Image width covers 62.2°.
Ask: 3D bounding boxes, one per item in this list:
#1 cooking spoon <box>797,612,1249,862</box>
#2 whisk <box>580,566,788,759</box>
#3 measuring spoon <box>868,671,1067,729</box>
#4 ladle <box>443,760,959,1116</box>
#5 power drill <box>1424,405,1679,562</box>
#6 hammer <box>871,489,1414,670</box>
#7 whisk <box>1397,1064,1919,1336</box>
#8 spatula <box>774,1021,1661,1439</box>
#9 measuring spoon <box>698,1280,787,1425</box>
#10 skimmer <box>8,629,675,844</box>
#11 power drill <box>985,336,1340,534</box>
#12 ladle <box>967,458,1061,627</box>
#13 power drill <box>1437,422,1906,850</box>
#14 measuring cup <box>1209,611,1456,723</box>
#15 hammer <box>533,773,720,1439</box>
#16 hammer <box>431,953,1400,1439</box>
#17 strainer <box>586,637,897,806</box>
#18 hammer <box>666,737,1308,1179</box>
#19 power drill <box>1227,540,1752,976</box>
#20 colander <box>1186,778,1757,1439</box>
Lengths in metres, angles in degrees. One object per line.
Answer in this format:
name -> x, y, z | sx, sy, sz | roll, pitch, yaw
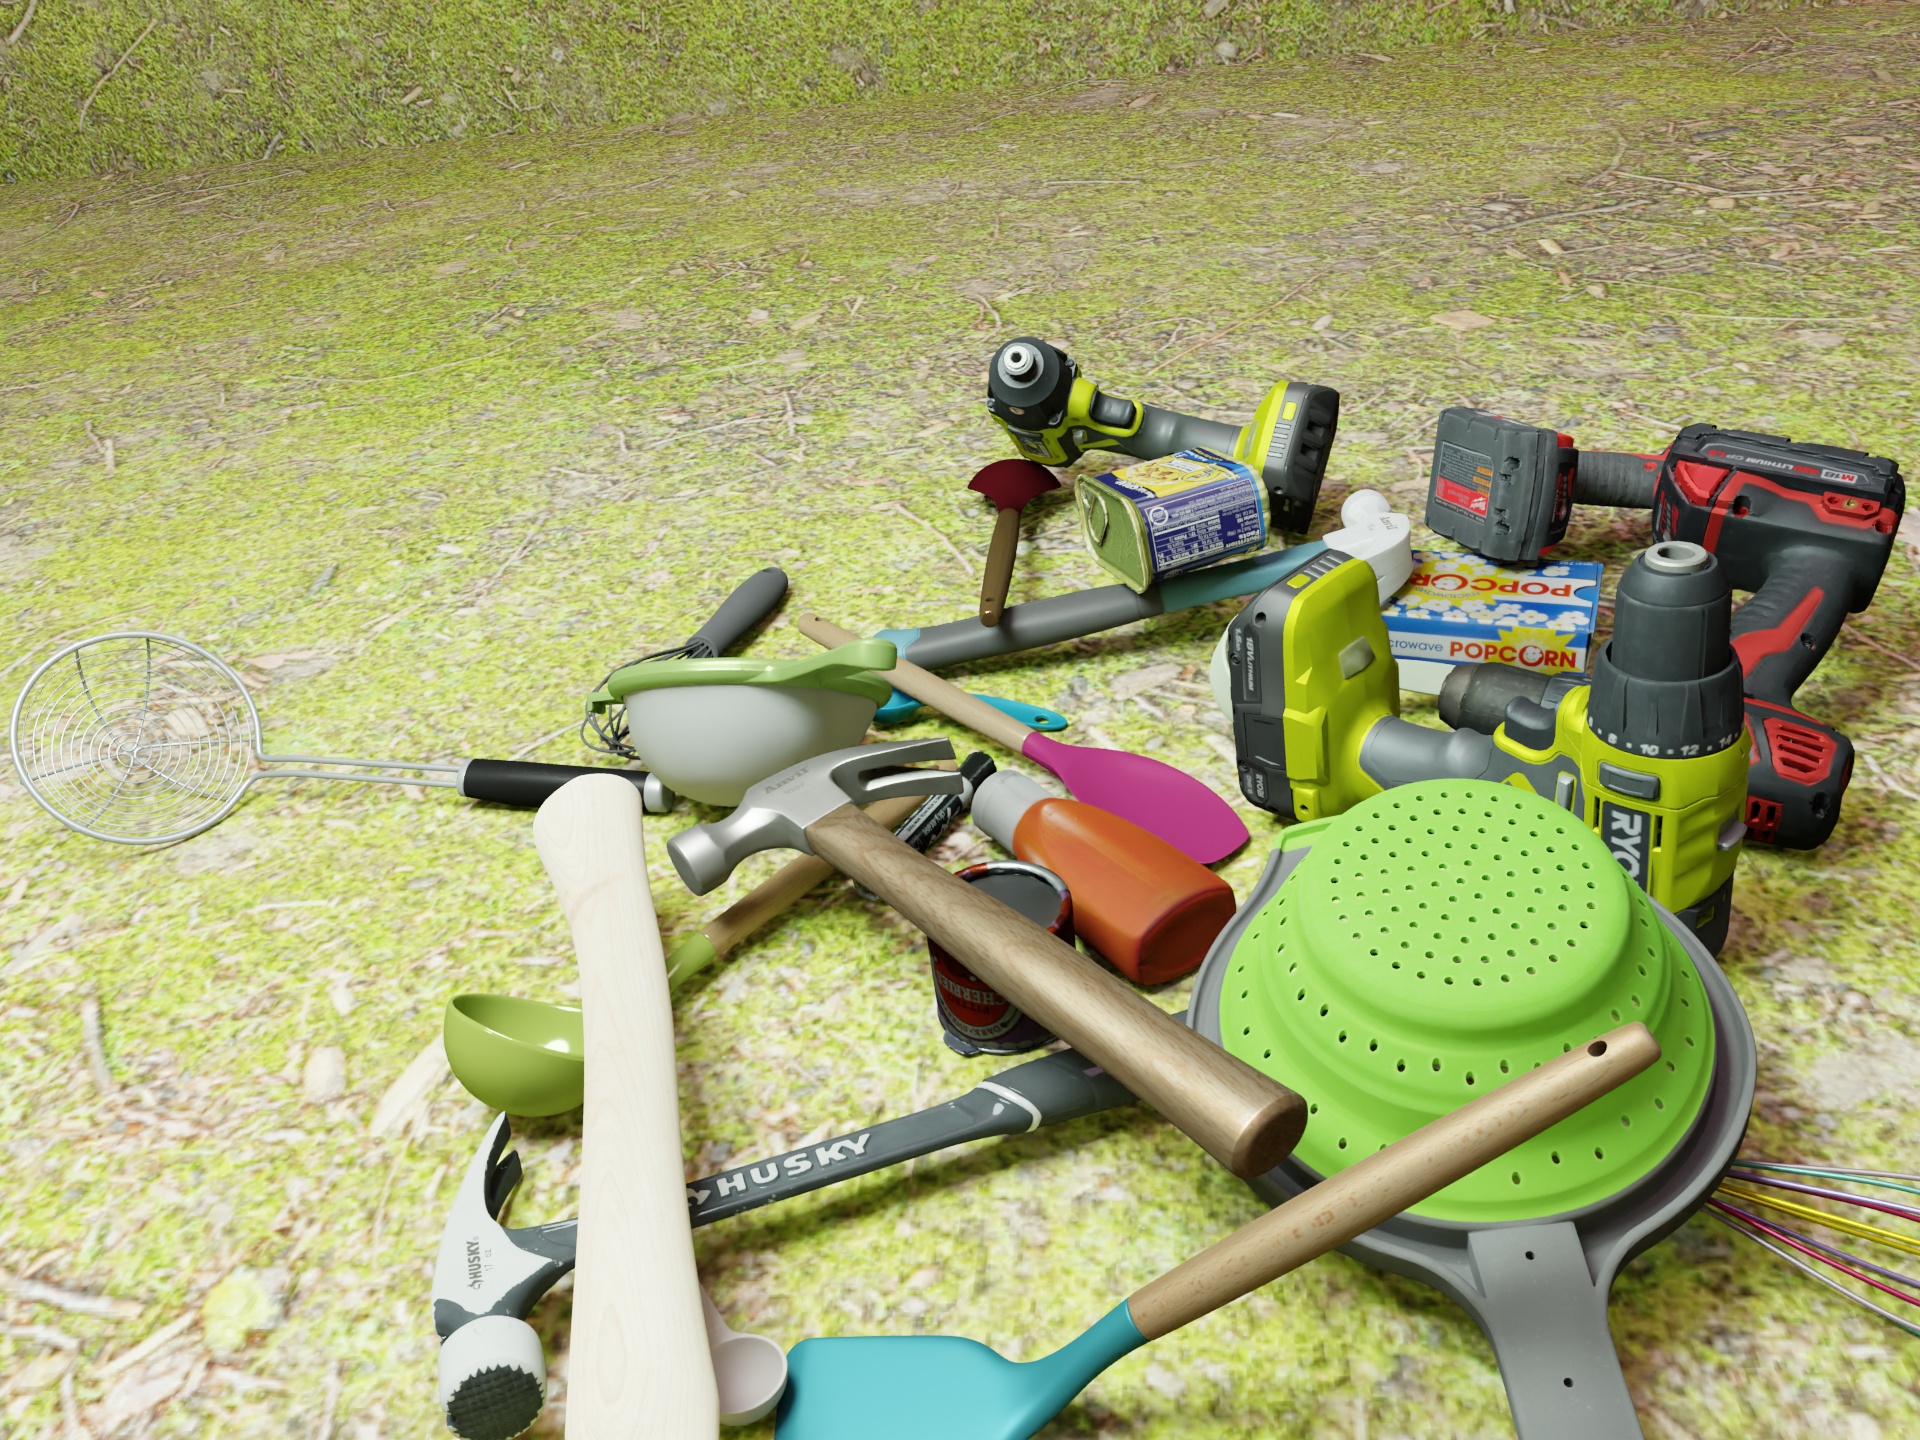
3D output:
cooking spoon -> 0.020, 0.003, 0.878 | 0.319, 0.017, 0.069 | 29, 40, 34
whisk -> -0.164, -0.043, 0.992 | 0.055, 0.055, 0.239 | 5, 30, 19
measuring spoon -> -0.001, -0.003, 0.924 | 0.128, 0.021, 0.042 | 11, 36, 11
ladle -> -0.106, 0.085, 0.765 | 0.078, 0.062, 0.320 | 18, 37, 35
power drill -> 0.409, -0.141, 0.963 | 0.219, 0.078, 0.143 | 0, 18, -9
hammer -> 0.106, -0.072, 0.953 | 0.331, 0.033, 0.128 | -12, 24, 6
whisk -> 0.267, 0.168, 0.577 | 0.245, 0.051, 0.047 | 12, 16, 35
spatula -> 0.072, 0.174, 0.504 | 0.317, 0.044, 0.082 | -36, 27, 18
measuring spoon -> -0.102, 0.221, 0.590 | 0.034, 0.018, 0.124 | -22, 28, -29
skimmer -> -0.343, 0.018, 0.886 | 0.363, 0.090, 0.127 | 3, 66, 12
power drill -> 0.130, -0.195, 1.051 | 0.223, 0.080, 0.171 | 15, -2, 13
ladle -> 0.029, -0.124, 1.051 | 0.069, 0.031, 0.316 | -1, 25, 6
power drill -> 0.367, -0.048, 0.814 | 0.188, 0.080, 0.227 | 18, 58, 27
measuring cup -> 0.217, -0.019, 0.882 | 0.167, 0.038, 0.083 | 6, 60, -13
hammer -> -0.114, 0.138, 0.596 | 0.146, 0.038, 0.411 | -7, 32, -11
hammer -> -0.002, 0.158, 0.636 | 0.409, 0.036, 0.149 | -14, 23, -15
strainer -> -0.089, 0.006, 0.799 | 0.151, 0.069, 0.256 | 4, -7, -25
hammer -> 0.010, 0.084, 0.645 | 0.130, 0.031, 0.332 | -31, 35, -24
power drill -> 0.235, -0.003, 0.714 | 0.080, 0.190, 0.229 | -32, 35, -34
colander -> 0.182, 0.144, 0.516 | 0.204, 0.094, 0.398 | -9, 42, 7
